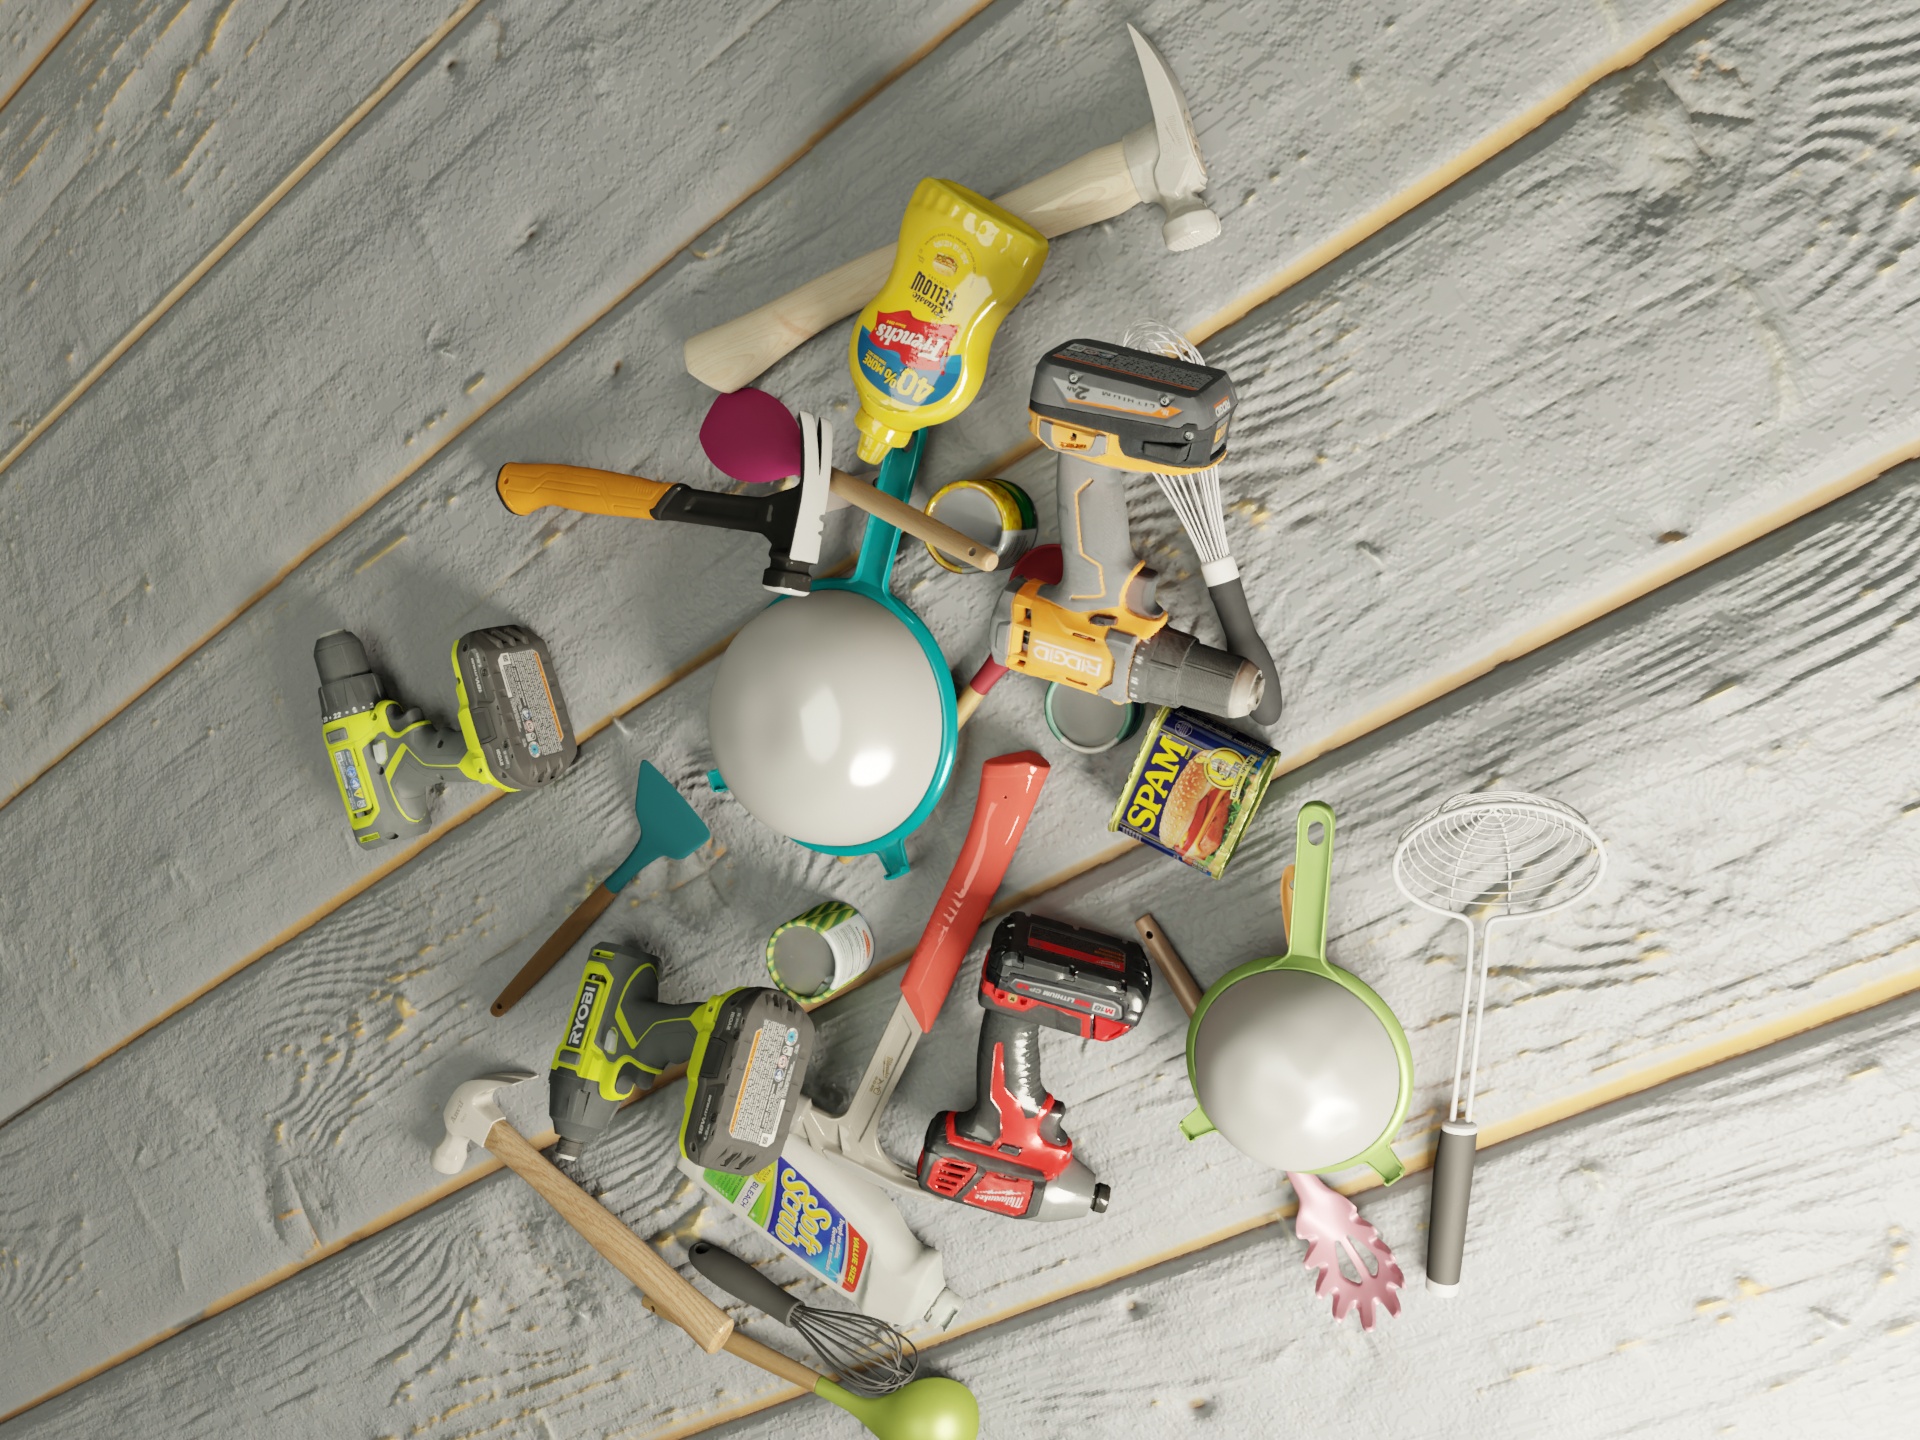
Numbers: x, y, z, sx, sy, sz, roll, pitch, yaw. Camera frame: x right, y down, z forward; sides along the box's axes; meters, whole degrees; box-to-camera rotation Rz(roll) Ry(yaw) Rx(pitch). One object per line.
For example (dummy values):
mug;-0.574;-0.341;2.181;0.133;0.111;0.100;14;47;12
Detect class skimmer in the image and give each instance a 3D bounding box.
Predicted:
skimmer;0.329;0.216;1.017;0.127;0.090;0.363;4;102;7

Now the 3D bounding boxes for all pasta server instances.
pasta server;0.210;0.275;1.112;0.060;0.040;0.316;-33;83;13

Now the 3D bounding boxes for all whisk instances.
whisk;0.162;-0.130;1.061;0.070;0.070;0.284;-16;97;26
whisk;-0.132;0.475;1.281;0.239;0.055;0.055;17;105;34

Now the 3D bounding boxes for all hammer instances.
hammer;-0.322;0.421;1.365;0.331;0.031;0.130;33;109;21
hammer;-0.011;0.188;1.189;0.149;0.037;0.359;25;105;2
hammer;-0.028;-0.336;1.120;0.410;0.038;0.146;-16;90;26
hammer;-0.234;-0.175;1.202;0.337;0.034;0.127;11;93;36

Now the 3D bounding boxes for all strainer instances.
strainer;-0.097;-0.058;1.150;0.211;0.095;0.340;24;107;27
strainer;0.214;0.181;1.018;0.151;0.069;0.256;7;103;23

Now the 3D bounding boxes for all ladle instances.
ladle;-0.002;-0.004;1.168;0.069;0.031;0.315;45;115;14
ladle;-0.130;0.530;1.310;0.320;0.062;0.078;13;110;29

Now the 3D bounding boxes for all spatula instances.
spatula;-0.312;0.155;1.323;0.082;0.044;0.317;47;115;7

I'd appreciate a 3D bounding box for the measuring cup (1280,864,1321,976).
measuring cup;0.242;0.178;1.074;0.095;0.052;0.173;-8;93;25

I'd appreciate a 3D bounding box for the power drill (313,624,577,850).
power drill;-0.448;-0.003;1.342;0.228;0.080;0.190;-15;92;28

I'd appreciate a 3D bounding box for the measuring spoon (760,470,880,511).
measuring spoon;-0.105;-0.166;1.192;0.124;0.018;0.034;-13;93;25

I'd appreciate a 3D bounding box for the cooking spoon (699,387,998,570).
cooking spoon;-0.087;-0.170;1.129;0.319;0.017;0.069;32;95;37

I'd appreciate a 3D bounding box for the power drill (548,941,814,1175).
power drill;-0.229;0.271;1.234;0.223;0.080;0.171;2;70;40

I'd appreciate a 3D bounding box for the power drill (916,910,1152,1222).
power drill;0.060;0.261;1.145;0.143;0.078;0.219;16;108;2

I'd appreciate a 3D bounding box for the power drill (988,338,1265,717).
power drill;0.118;-0.112;1.017;0.185;0.084;0.226;19;122;20
